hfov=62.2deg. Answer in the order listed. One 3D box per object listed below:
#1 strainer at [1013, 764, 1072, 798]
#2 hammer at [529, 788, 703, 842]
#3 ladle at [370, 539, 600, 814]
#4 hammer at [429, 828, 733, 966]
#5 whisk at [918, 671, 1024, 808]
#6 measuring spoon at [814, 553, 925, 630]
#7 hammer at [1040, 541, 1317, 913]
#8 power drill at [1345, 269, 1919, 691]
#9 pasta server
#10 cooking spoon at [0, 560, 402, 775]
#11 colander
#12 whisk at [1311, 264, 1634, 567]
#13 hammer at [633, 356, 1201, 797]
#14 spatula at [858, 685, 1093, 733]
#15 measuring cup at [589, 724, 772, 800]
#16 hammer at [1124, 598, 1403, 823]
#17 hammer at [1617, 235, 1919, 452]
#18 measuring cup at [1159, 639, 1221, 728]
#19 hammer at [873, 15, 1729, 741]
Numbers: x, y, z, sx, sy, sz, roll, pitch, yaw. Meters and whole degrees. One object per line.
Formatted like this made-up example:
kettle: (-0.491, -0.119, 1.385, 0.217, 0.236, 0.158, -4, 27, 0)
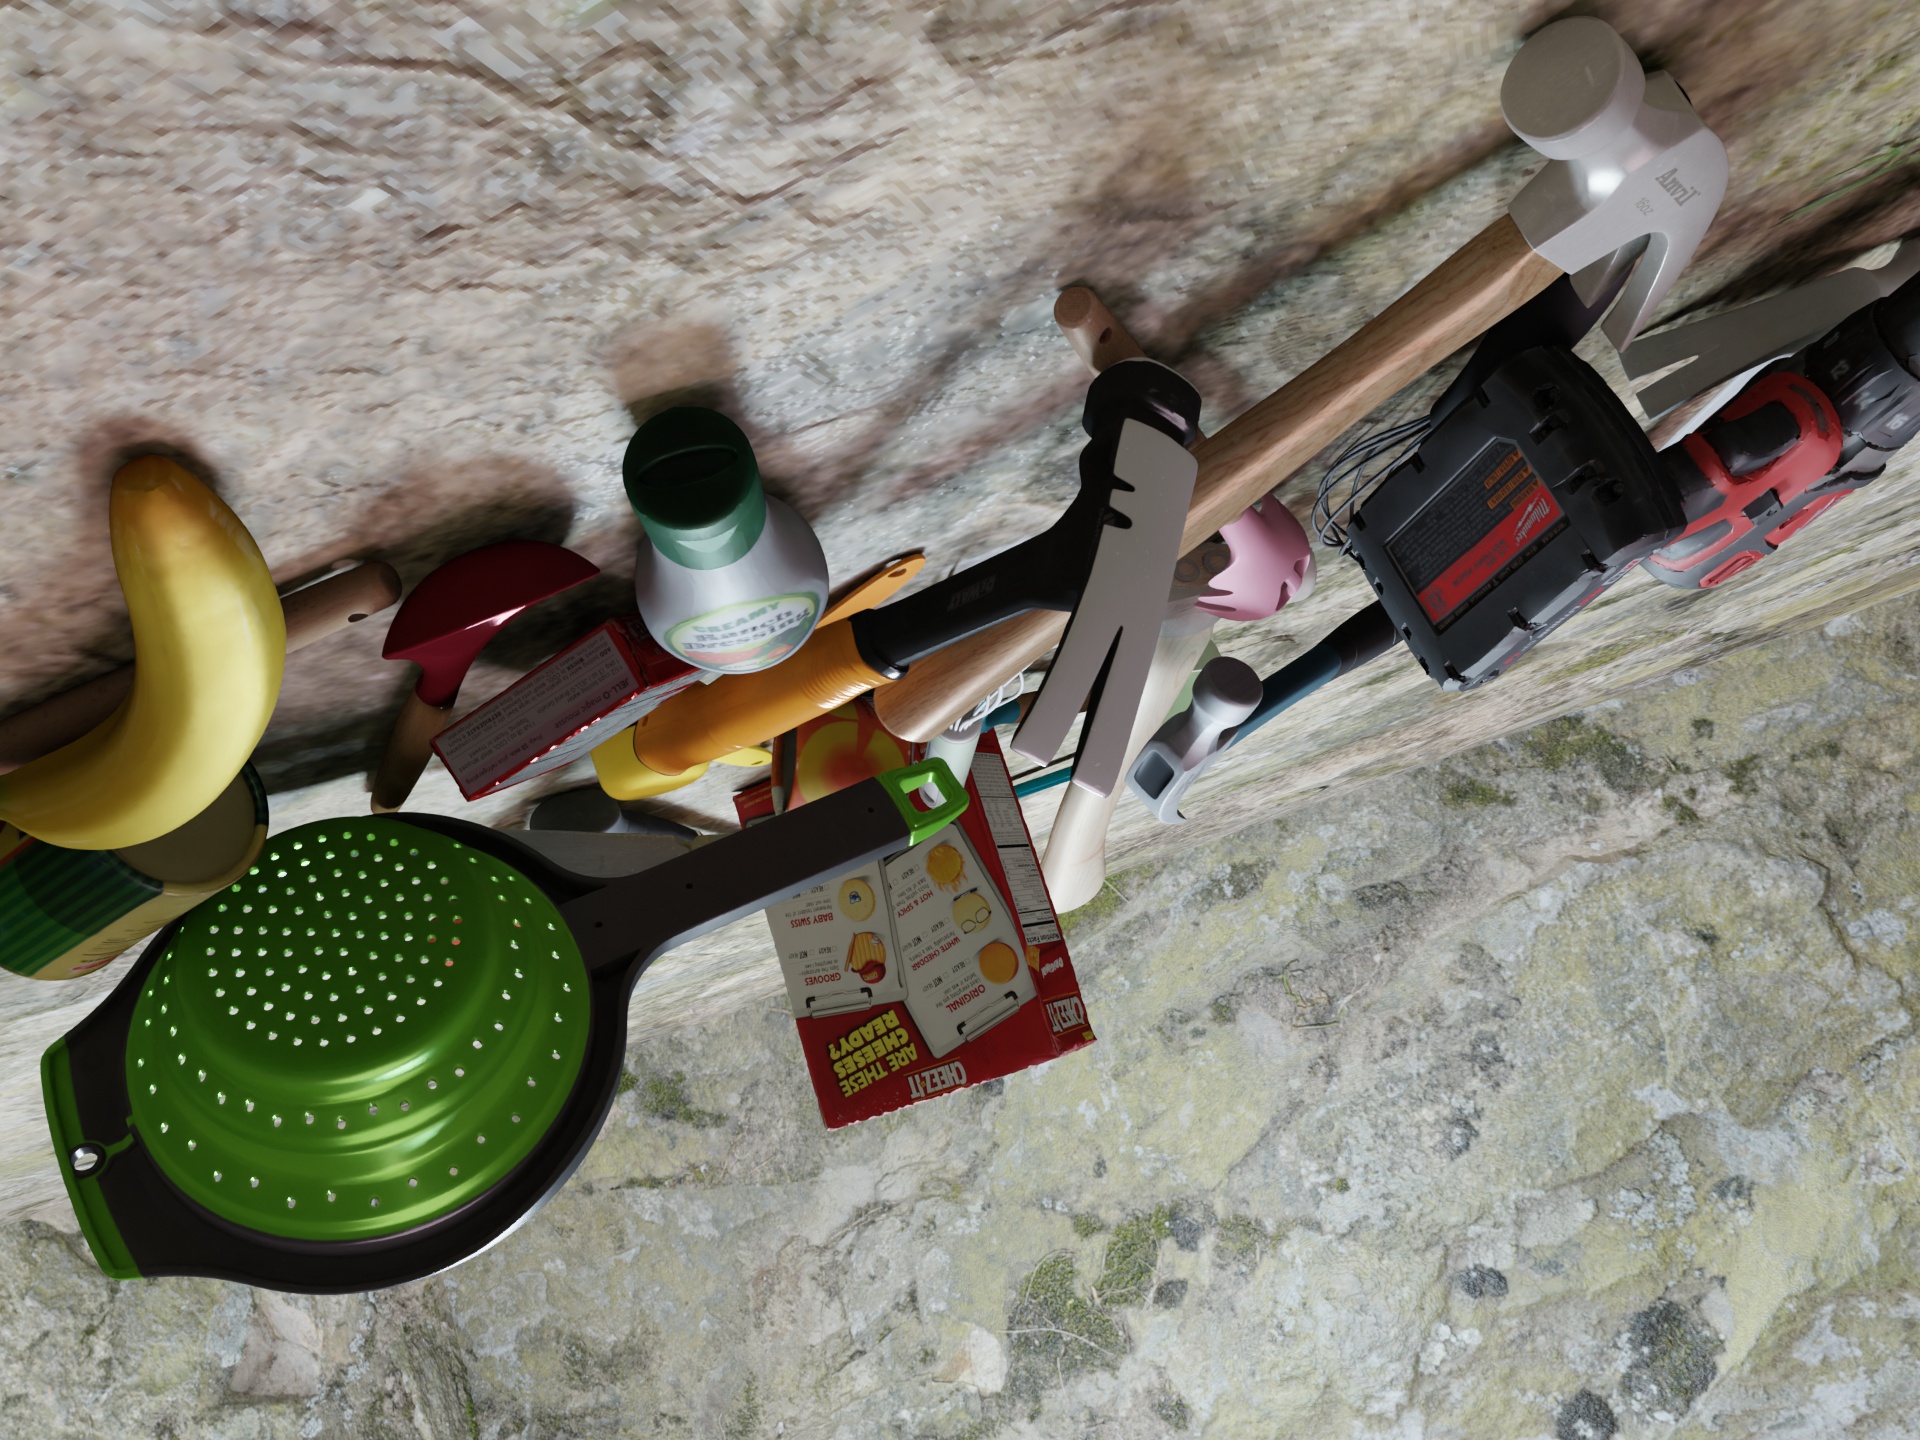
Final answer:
strainer: (-0.011, 0.120, 1.312, 0.340, 0.095, 0.211, -21, 169, 18)
hammer: (-0.176, 0.083, 1.031, 0.149, 0.036, 0.408, -19, 168, 7)
ladle: (-0.197, -0.004, 0.593, 0.069, 0.031, 0.315, -26, 177, -30)
hammer: (-0.260, 0.107, 0.911, 0.149, 0.037, 0.359, 3, 165, -32)
whisk: (-0.001, -0.002, 0.769, 0.059, 0.058, 0.246, -30, 165, -16)
measuring spoon: (-0.057, -0.044, 0.672, 0.117, 0.011, 0.021, -31, 163, 36)
hammer: (0.077, 0.027, 0.923, 0.146, 0.038, 0.410, -14, 154, -15)
power drill: (0.278, -0.101, 0.591, 0.226, 0.080, 0.187, -16, 160, -30)
pasta server: (0.086, -0.091, 0.592, 0.060, 0.040, 0.316, -60, 155, 2)
cooking spoon: (-0.313, 0.013, 0.507, 0.319, 0.017, 0.068, -21, 168, 13)
colander: (-0.164, 0.077, 0.647, 0.397, 0.205, 0.094, -22, 151, -24)
whisk: (0.195, -0.120, 0.623, 0.055, 0.055, 0.239, -15, 164, -14)
hammer: (-0.043, -0.015, 0.570, 0.034, 0.127, 0.337, 26, 156, -27)
spatula: (0.038, -0.019, 0.915, 0.082, 0.044, 0.317, -25, 172, 30)
measuring cup: (-0.133, 0.025, 0.823, 0.062, 0.029, 0.156, -22, 167, 17)
hammer: (0.202, -0.035, 0.855, 0.331, 0.033, 0.128, -28, 160, -40)
hammer: (0.359, -0.132, 0.838, 0.144, 0.035, 0.405, -19, 169, 0)
measuring cup: (0.109, -0.043, 0.901, 0.083, 0.038, 0.167, -21, 153, 4)
hammer: (0.090, -0.082, 0.520, 0.130, 0.031, 0.331, 4, 148, -48)
